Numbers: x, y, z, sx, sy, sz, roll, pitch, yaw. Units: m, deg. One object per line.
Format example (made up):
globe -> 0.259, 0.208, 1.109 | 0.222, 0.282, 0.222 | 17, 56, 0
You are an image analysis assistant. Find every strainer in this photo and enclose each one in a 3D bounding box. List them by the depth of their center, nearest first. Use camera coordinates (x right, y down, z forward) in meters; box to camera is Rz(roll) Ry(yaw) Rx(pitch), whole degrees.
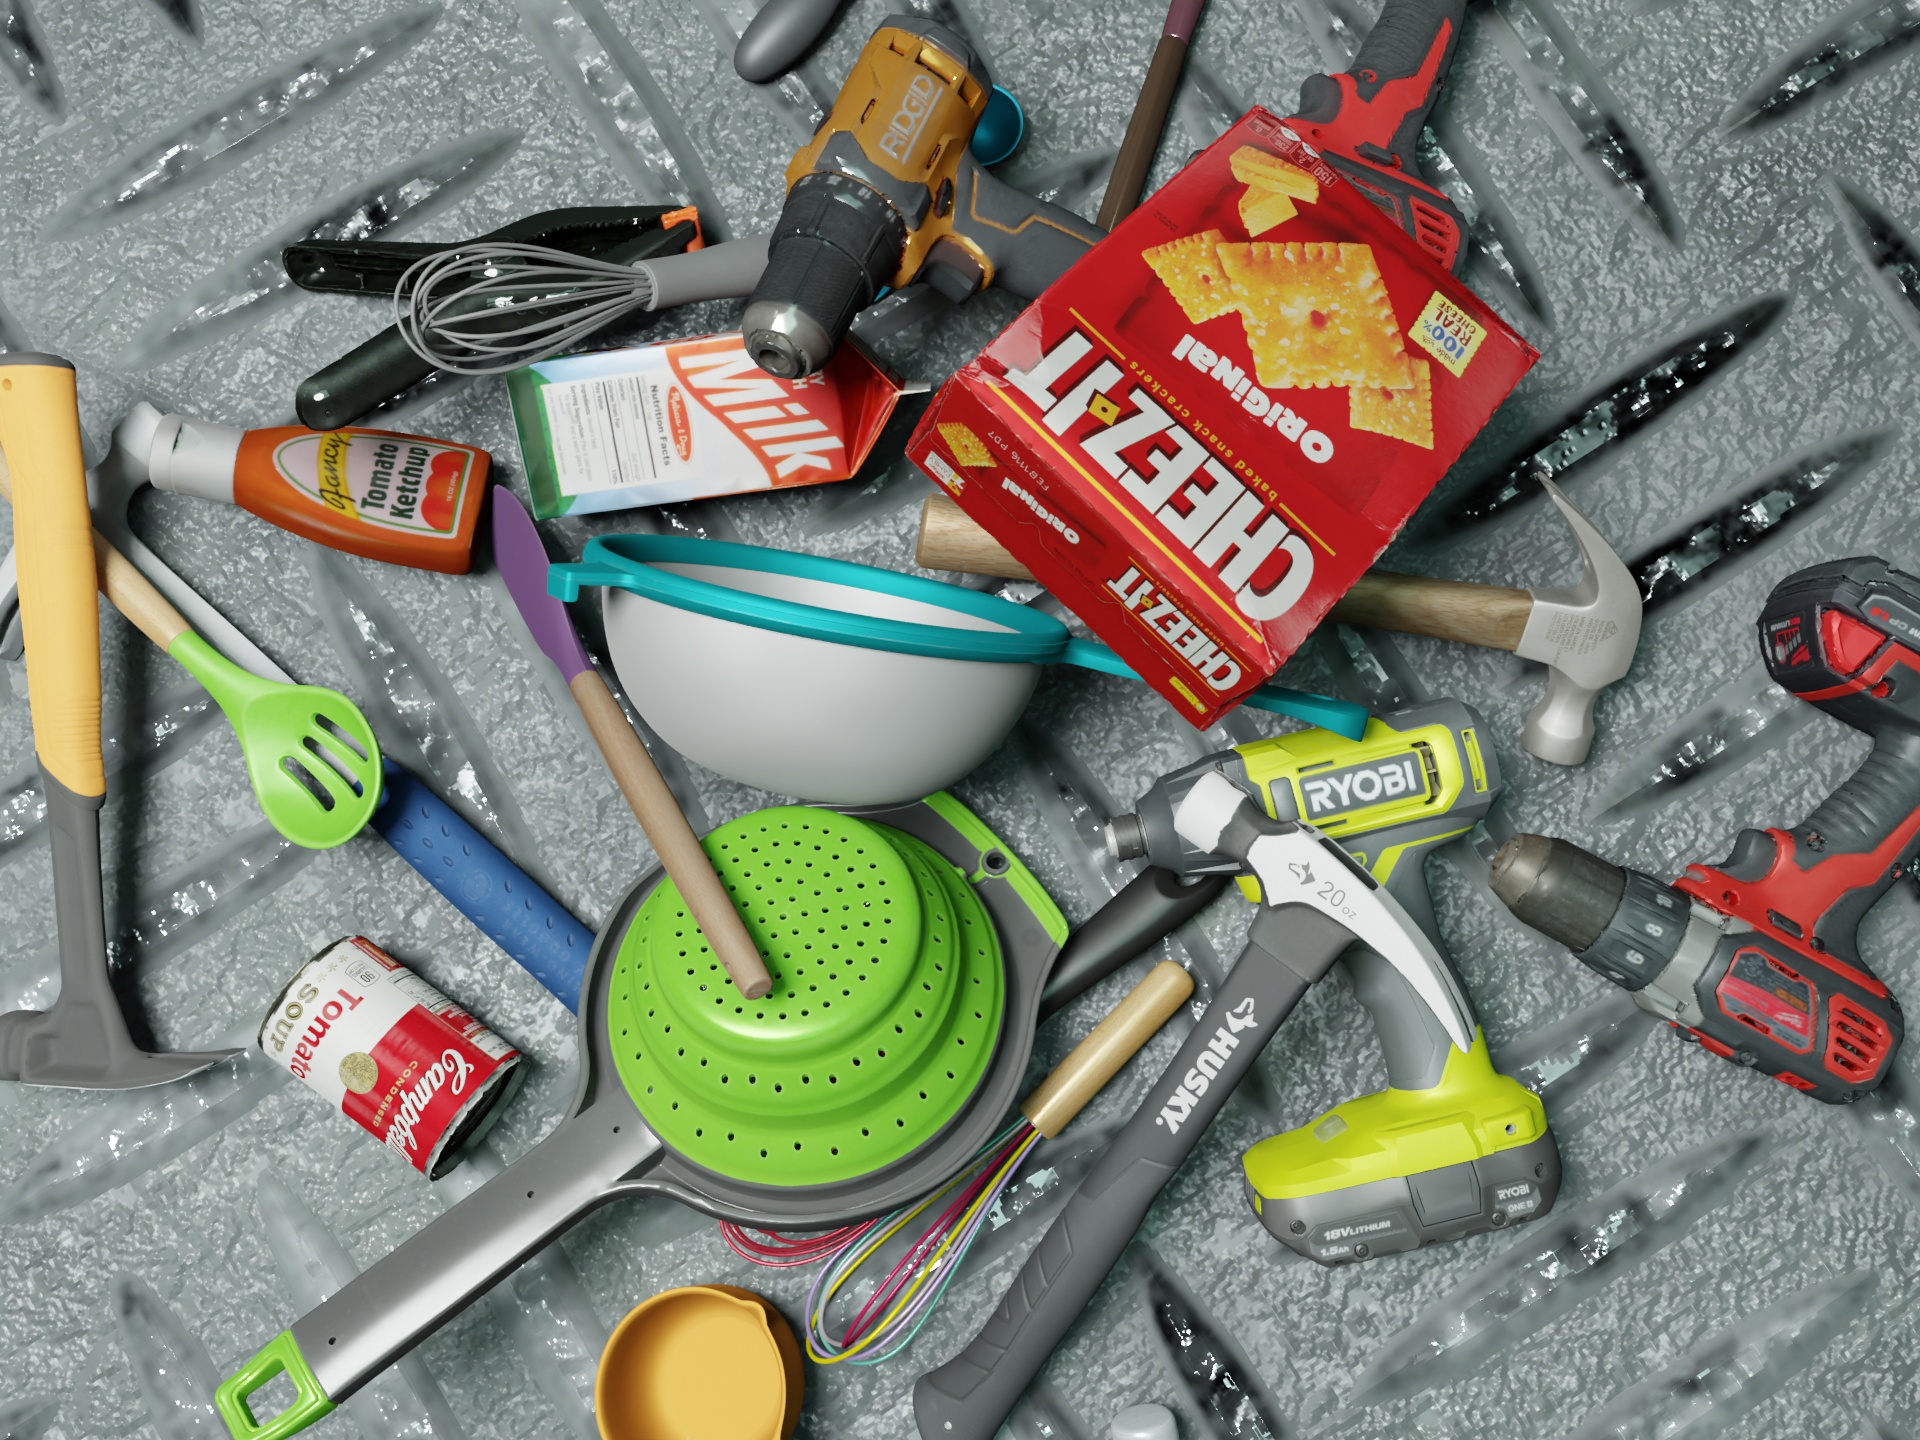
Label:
strainer -> -0.001, -0.002, 0.690 | 0.340, 0.211, 0.095 | 13, 100, 3

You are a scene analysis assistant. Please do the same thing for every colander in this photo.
colander -> -0.133, 0.149, 0.653 | 0.397, 0.094, 0.205 | -35, 62, -18

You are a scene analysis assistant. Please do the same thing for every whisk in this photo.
whisk -> -0.146, -0.203, 0.733 | 0.239, 0.055, 0.055 | -24, 81, -39
whisk -> 0.021, 0.205, 0.734 | 0.245, 0.047, 0.051 | -44, 82, -7
whisk -> 0.012, 0.146, 0.735 | 0.296, 0.073, 0.073 | -37, 84, -9
whisk -> -0.013, -0.431, 0.811 | 0.284, 0.070, 0.070 | -45, 84, 0

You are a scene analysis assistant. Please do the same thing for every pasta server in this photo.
pasta server -> 0.102, -0.318, 0.800 | 0.060, 0.040, 0.316 | 20, 85, -18

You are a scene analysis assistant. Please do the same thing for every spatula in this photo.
spatula -> -0.153, -0.002, 0.690 | 0.018, 0.059, 0.316 | -12, 48, -31

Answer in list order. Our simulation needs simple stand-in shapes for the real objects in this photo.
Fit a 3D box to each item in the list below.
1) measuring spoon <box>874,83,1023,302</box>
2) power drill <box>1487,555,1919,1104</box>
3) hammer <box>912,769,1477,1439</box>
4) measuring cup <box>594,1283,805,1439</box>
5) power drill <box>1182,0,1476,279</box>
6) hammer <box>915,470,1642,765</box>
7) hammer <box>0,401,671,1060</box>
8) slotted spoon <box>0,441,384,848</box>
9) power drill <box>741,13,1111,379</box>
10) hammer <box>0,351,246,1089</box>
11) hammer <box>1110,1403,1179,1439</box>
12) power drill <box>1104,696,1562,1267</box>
measuring spoon -> -0.013, -0.264, 0.810 | 0.042, 0.021, 0.128 | 36, 94, 4
power drill -> 0.370, 0.039, 0.732 | 0.188, 0.080, 0.227 | 29, 87, 5
hammer -> 0.079, 0.197, 0.682 | 0.146, 0.035, 0.334 | 36, 106, 19
measuring cup -> -0.082, 0.324, 0.704 | 0.174, 0.052, 0.095 | 38, 84, 16
power drill -> 0.187, -0.316, 0.763 | 0.143, 0.078, 0.220 | 14, 85, -19
hammer -> 0.145, -0.065, 0.729 | 0.331, 0.031, 0.130 | 9, 117, -1
hammer -> -0.297, 0.025, 0.767 | 0.405, 0.035, 0.144 | 40, 85, 6
slotted spoon -> -0.382, -0.055, 0.747 | 0.314, 0.031, 0.070 | 41, 99, 8
power drill -> 0.022, -0.186, 0.711 | 0.226, 0.084, 0.185 | 31, 63, -15
hammer -> -0.403, 0.002, 0.727 | 0.127, 0.034, 0.337 | -2, 94, 17
hammer -> -0.050, 0.407, 0.691 | 0.331, 0.033, 0.128 | -13, 89, -8
power drill -> 0.168, 0.115, 0.711 | 0.171, 0.080, 0.223 | -13, 88, 0
